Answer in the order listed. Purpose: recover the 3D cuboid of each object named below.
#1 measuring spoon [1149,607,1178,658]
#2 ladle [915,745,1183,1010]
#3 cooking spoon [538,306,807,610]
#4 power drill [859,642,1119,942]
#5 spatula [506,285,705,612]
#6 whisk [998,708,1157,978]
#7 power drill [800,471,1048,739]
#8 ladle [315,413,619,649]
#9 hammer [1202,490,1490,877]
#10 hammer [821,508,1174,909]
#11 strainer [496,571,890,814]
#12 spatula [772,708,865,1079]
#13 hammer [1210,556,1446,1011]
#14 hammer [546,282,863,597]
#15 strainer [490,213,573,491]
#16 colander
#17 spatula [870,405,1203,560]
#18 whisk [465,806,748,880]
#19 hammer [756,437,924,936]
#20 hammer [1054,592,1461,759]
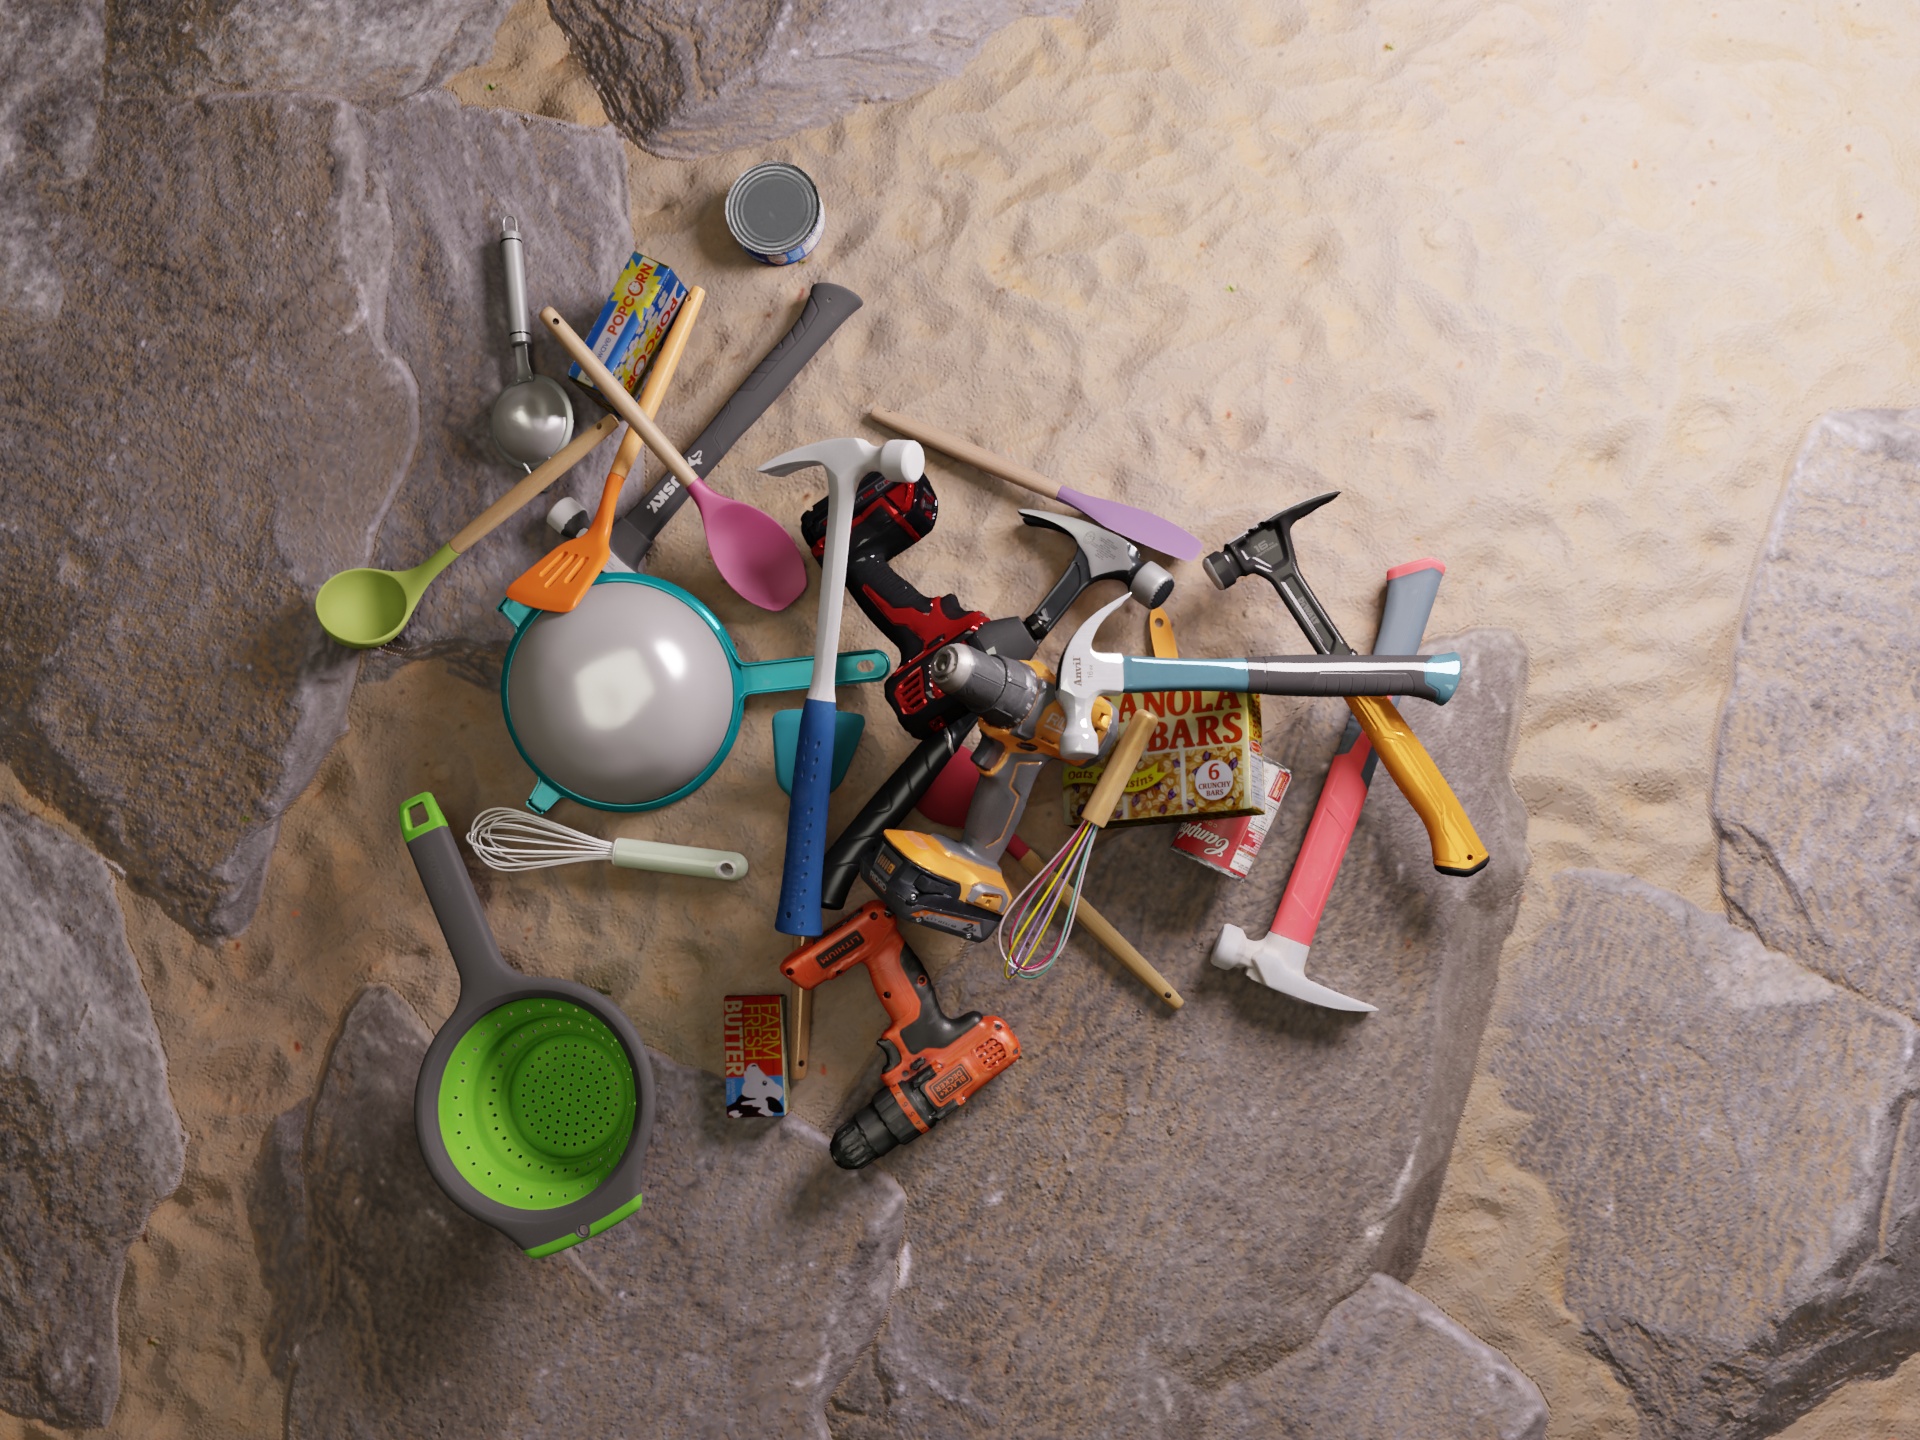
[{"bbox_3d":[0.179,-0.042,1.376,0.021,0.011,0.117,-8,81,-14],"label":"measuring spoon"},{"bbox_3d":[0.072,0.135,1.361,0.315,0.031,0.069,44,91,5],"label":"ladle"},{"bbox_3d":[-0.247,-0.224,1.360,0.069,0.017,0.318,-43,104,-11],"label":"cooking spoon"},{"bbox_3d":[0.008,0.052,1.269,0.084,0.185,0.226,39,101,47],"label":"power drill"},{"bbox_3d":[-0.293,-0.237,1.377,0.081,0.041,0.323,16,79,31],"label":"spatula"},{"bbox_3d":[0.096,0.102,1.288,0.047,0.051,0.245,28,89,-38],"label":"whisk"},{"bbox_3d":[-0.030,-0.106,1.332,0.143,0.078,0.220,-33,69,7],"label":"power drill"},{"bbox_3d":[-0.428,-0.169,1.384,0.320,0.062,0.078,-35,73,11],"label":"ladle"},{"bbox_3d":[0.339,-0.024,1.310,0.127,0.034,0.337,-31,86,1],"label":"hammer"},{"bbox_3d":[-0.002,-0.004,1.348,0.149,0.036,0.409,39,87,23],"label":"hammer"},{"bbox_3d":[-0.230,-0.025,1.344,0.340,0.095,0.211,-6,98,1],"label":"strainer"},{"bbox_3d":[-0.131,0.150,1.366,0.082,0.044,0.317,3,87,-22],"label":"spatula"},{"bbox_3d":[0.344,0.050,1.341,0.143,0.038,0.386,21,87,5],"label":"hammer"},{"bbox_3d":[-0.205,-0.254,1.410,0.146,0.035,0.335,41,89,7],"label":"hammer"},{"bbox_3d":[-0.397,-0.335,1.430,0.087,0.050,0.258,-10,81,18],"label":"strainer"},{"bbox_3d":[-0.379,0.247,1.354,0.204,0.094,0.397,-26,80,2],"label":"colander"},{"bbox_3d":[0.064,-0.209,1.385,0.316,0.060,0.018,25,126,10],"label":"spatula"},{"bbox_3d":[-0.307,0.113,1.383,0.246,0.059,0.057,7,105,0],"label":"whisk"},{"bbox_3d":[-0.118,-0.028,1.301,0.144,0.035,0.405,7,92,28],"label":"hammer"},{"bbox_3d":[0.237,-0.034,1.254,0.331,0.033,0.128,0,78,-9],"label":"hammer"}]
